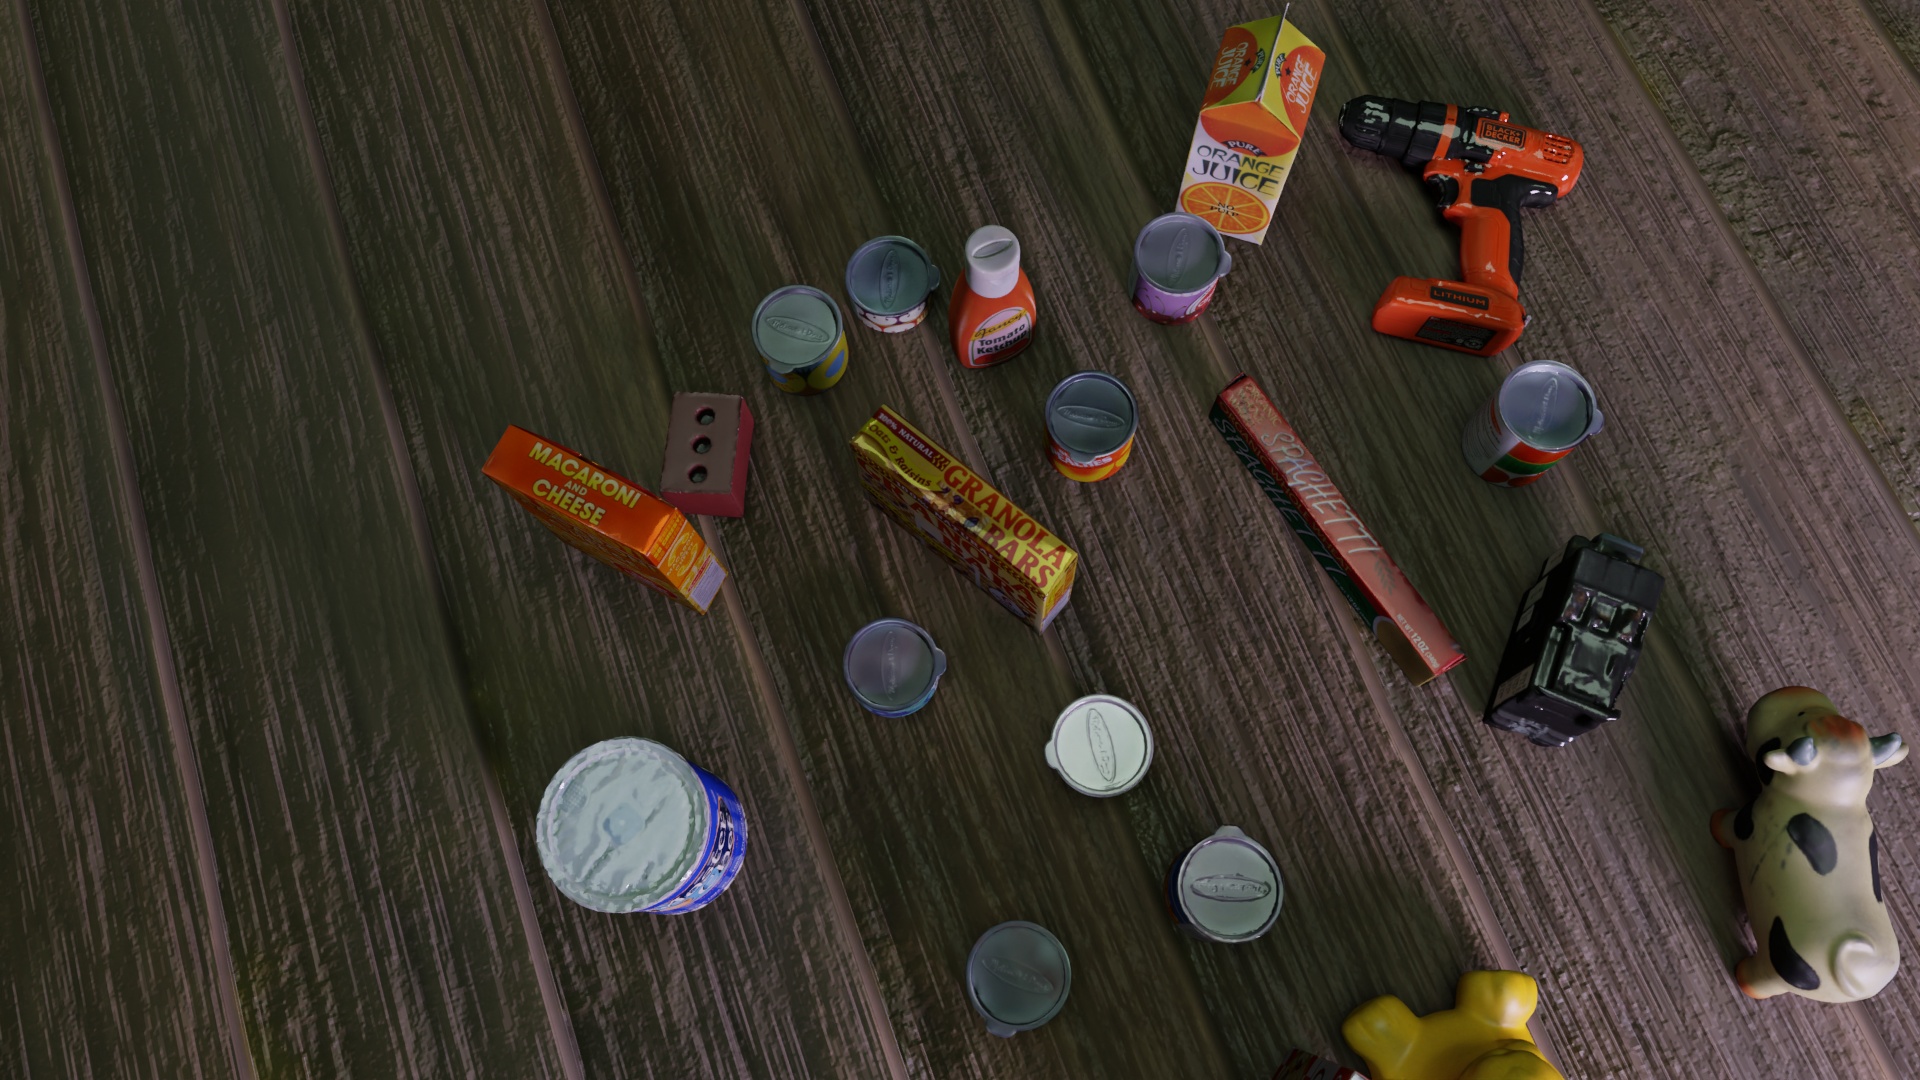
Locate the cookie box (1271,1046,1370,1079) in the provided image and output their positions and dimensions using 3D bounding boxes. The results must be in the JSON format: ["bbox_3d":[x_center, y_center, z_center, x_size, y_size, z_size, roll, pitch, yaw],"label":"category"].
[{"bbox_3d":[0.194,0.365,0.808,0.040,0.167,0.123,34,78,10],"label":"cookie box"}]

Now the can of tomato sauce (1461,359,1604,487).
[{"bbox_3d":[0.401,-0.080,0.978,0.071,0.083,0.071,0,74,1],"label":"can of tomato sauce"}]

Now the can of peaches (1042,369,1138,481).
[{"bbox_3d":[0.092,-0.079,0.999,0.071,0.058,0.071,0,74,1],"label":"can of peaches"}]

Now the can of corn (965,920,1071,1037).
[{"bbox_3d":[0.036,0.281,0.893,0.071,0.058,0.071,0,74,1],"label":"can of corn"}]

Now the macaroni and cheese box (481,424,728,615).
[{"bbox_3d":[-0.232,-0.011,0.930,0.124,0.166,0.040,26,77,9],"label":"macaroni and cheese box"}]

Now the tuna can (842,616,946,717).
[{"bbox_3d":[-0.045,0.088,0.965,0.071,0.032,0.071,0,74,1],"label":"tuna can"}]

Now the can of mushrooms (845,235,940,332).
[{"bbox_3d":[-0.050,-0.193,1.048,0.071,0.033,0.071,0,74,1],"label":"can of mushrooms"}]

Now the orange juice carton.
[{"bbox_3d":[0.206,-0.294,0.989,0.073,0.192,0.072,18,75,6],"label":"orange juice carton"}]

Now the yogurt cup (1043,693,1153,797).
[{"bbox_3d":[0.093,0.141,0.936,0.072,0.053,0.072,0,74,1],"label":"yogurt cup"}]

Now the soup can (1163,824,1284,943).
[{"bbox_3d":[0.168,0.222,0.894,0.071,0.083,0.071,0,74,1],"label":"soup can"}]

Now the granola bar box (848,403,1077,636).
[{"bbox_3d":[0.003,-0.012,0.946,0.166,0.124,0.039,38,79,11],"label":"granola bar box"}]

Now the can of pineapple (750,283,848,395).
[{"bbox_3d":[-0.118,-0.145,1.023,0.071,0.057,0.071,0,74,1],"label":"can of pineapple"}]

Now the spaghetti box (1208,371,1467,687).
[{"bbox_3d":[0.260,-0.009,0.978,0.029,0.050,0.250,-33,75,-8],"label":"spaghetti box"}]

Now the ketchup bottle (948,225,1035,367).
[{"bbox_3d":[0.022,-0.172,0.980,0.065,0.148,0.043,-22,75,-5],"label":"ketchup bottle"}]

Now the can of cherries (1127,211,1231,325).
[{"bbox_3d":[0.162,-0.200,1.032,0.071,0.058,0.071,0,74,1],"label":"can of cherries"}]
